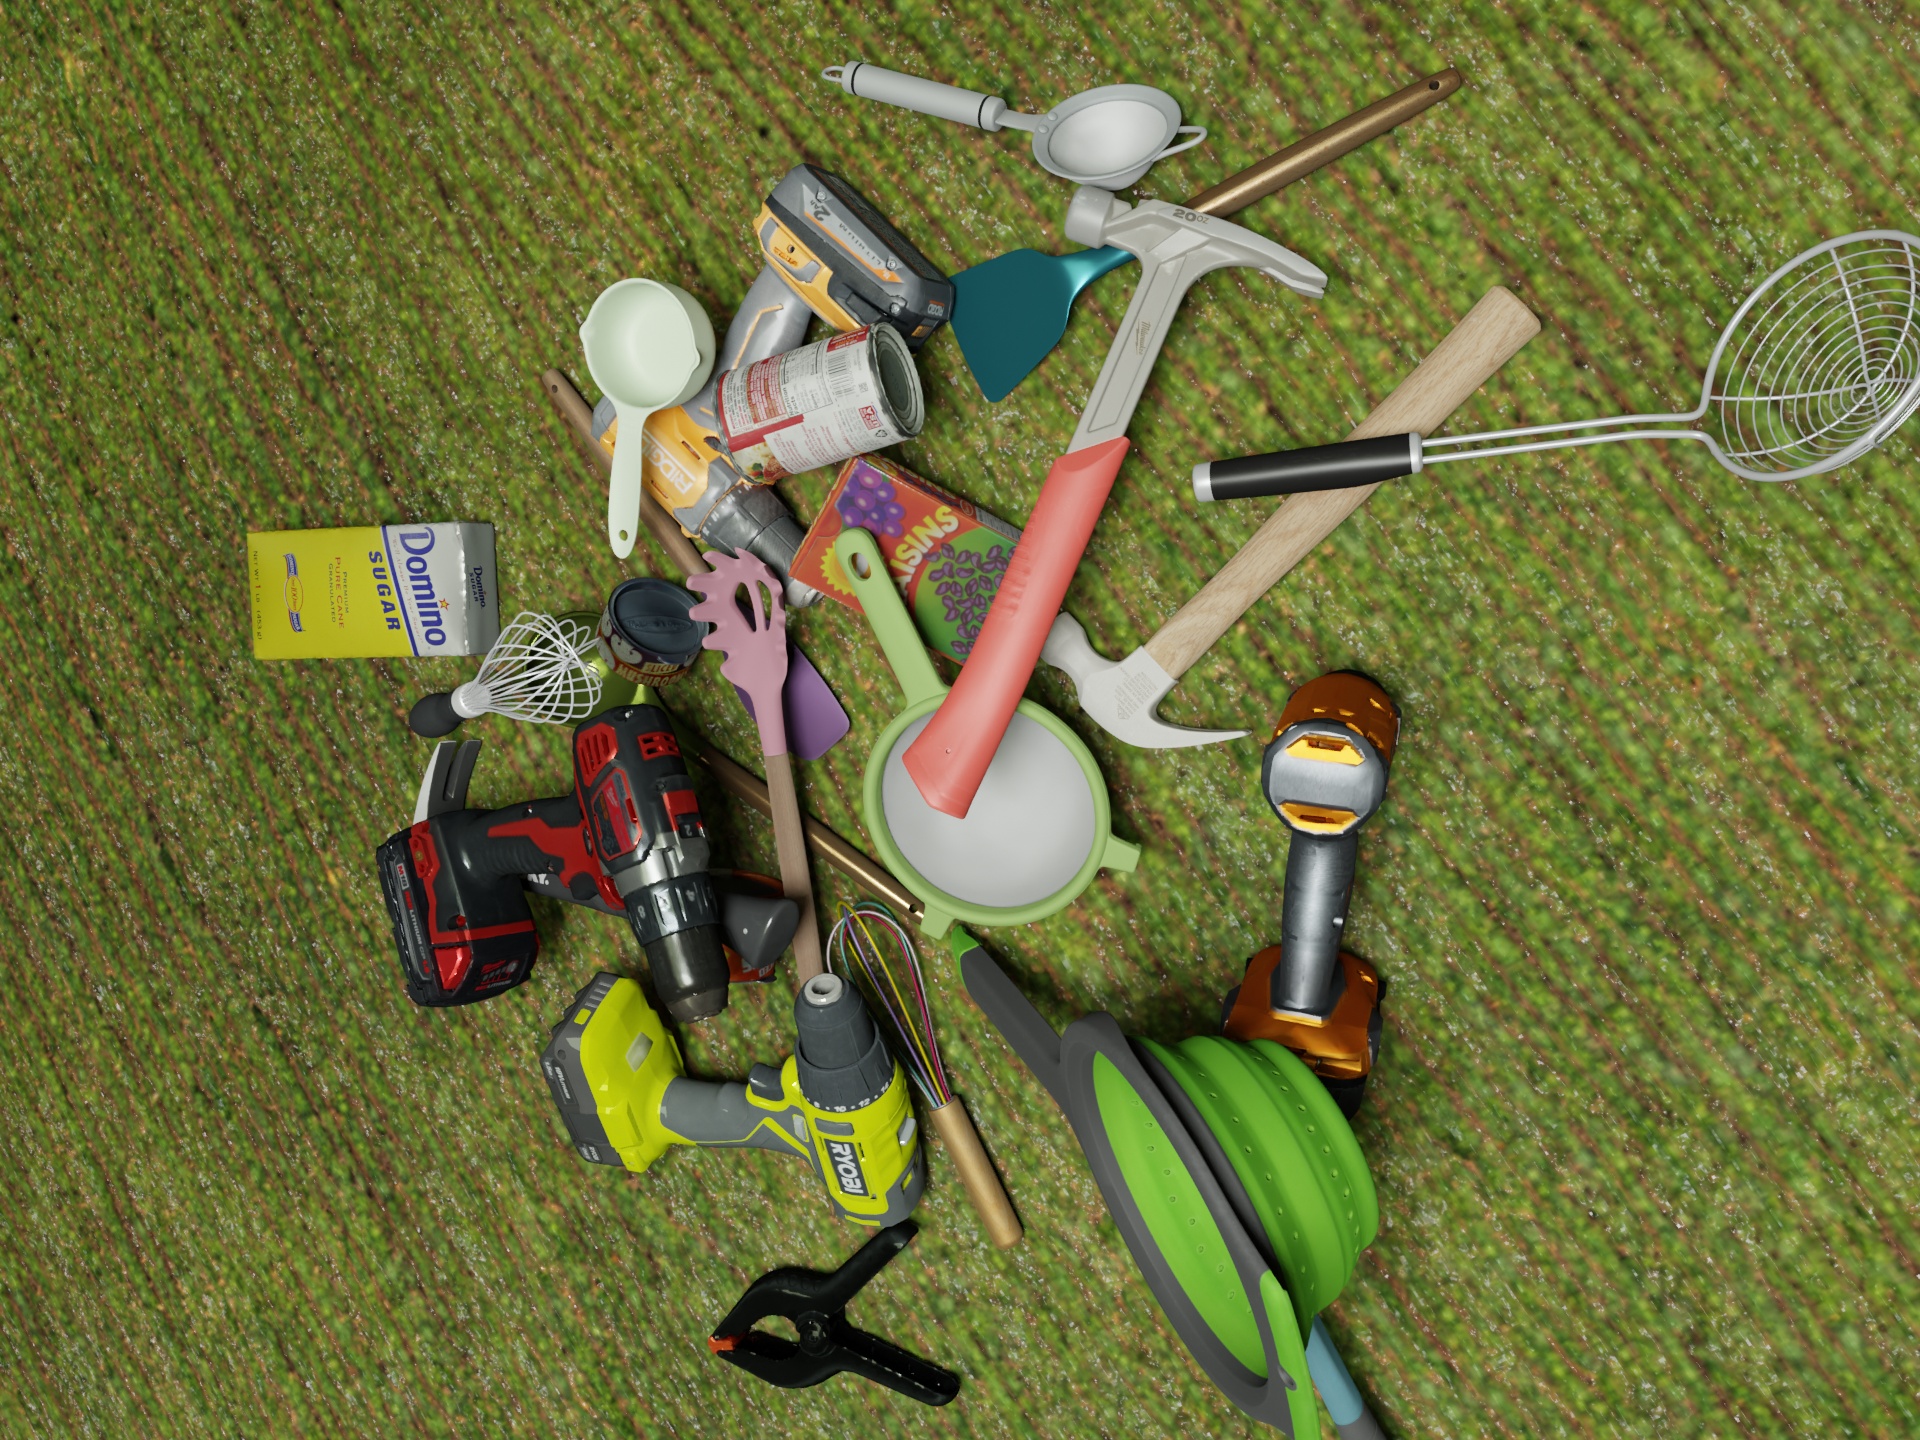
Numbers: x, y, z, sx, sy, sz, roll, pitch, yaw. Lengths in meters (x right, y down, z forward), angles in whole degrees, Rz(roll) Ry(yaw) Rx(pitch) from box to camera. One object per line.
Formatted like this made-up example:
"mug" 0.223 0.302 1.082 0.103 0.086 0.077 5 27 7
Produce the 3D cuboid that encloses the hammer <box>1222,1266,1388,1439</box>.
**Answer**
"hammer" 0.229 0.409 0.916 0.033 0.128 0.331 -25 96 20

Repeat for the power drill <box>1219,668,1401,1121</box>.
"power drill" 0.200 0.085 0.877 0.084 0.164 0.226 8 110 17

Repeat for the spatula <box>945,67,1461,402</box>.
"spatula" 0.135 -0.291 0.921 0.317 0.044 0.082 -24 86 14

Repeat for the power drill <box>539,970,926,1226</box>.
"power drill" -0.140 0.224 0.998 0.228 0.080 0.190 4 128 20

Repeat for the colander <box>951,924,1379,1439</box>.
"colander" 0.105 0.195 0.847 0.094 0.397 0.204 -23 117 -14

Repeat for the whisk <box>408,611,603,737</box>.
"whisk" -0.300 -0.019 1.009 0.284 0.070 0.070 -12 92 53

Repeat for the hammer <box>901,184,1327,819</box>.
"hammer" 0.067 -0.112 0.880 0.149 0.036 0.359 23 88 9

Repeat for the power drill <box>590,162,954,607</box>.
"power drill" -0.102 -0.198 0.979 0.185 0.084 0.226 46 110 7

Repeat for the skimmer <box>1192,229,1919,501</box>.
"skimmer" 0.292 -0.163 0.813 0.363 0.090 0.127 -5 60 21

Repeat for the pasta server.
"pasta server" -0.114 0.049 0.990 0.060 0.040 0.316 -5 98 20

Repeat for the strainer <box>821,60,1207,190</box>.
"strainer" 0.027 -0.356 0.940 0.258 0.050 0.087 23 64 21

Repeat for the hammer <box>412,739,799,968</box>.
"hammer" -0.240 0.101 1.028 0.335 0.035 0.146 7 95 34

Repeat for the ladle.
"ladle" -0.149 0.036 1.027 0.320 0.062 0.078 35 88 9

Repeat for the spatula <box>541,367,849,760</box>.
"spatula" -0.181 -0.105 1.043 0.059 0.018 0.316 -40 83 26

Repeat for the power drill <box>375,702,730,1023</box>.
"power drill" -0.239 0.111 0.966 0.226 0.080 0.188 -23 79 29

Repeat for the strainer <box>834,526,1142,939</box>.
"strainer" -0.002 -0.003 0.952 0.151 0.069 0.256 -23 99 24

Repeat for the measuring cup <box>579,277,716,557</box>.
"measuring cup" -0.188 -0.181 0.958 0.083 0.038 0.167 17 111 18

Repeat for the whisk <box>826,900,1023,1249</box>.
"whisk" -0.021 0.224 1.015 0.047 0.051 0.245 -25 91 40

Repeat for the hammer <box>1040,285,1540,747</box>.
"hammer" 0.197 -0.111 0.911 0.331 0.031 0.130 -46 81 16
